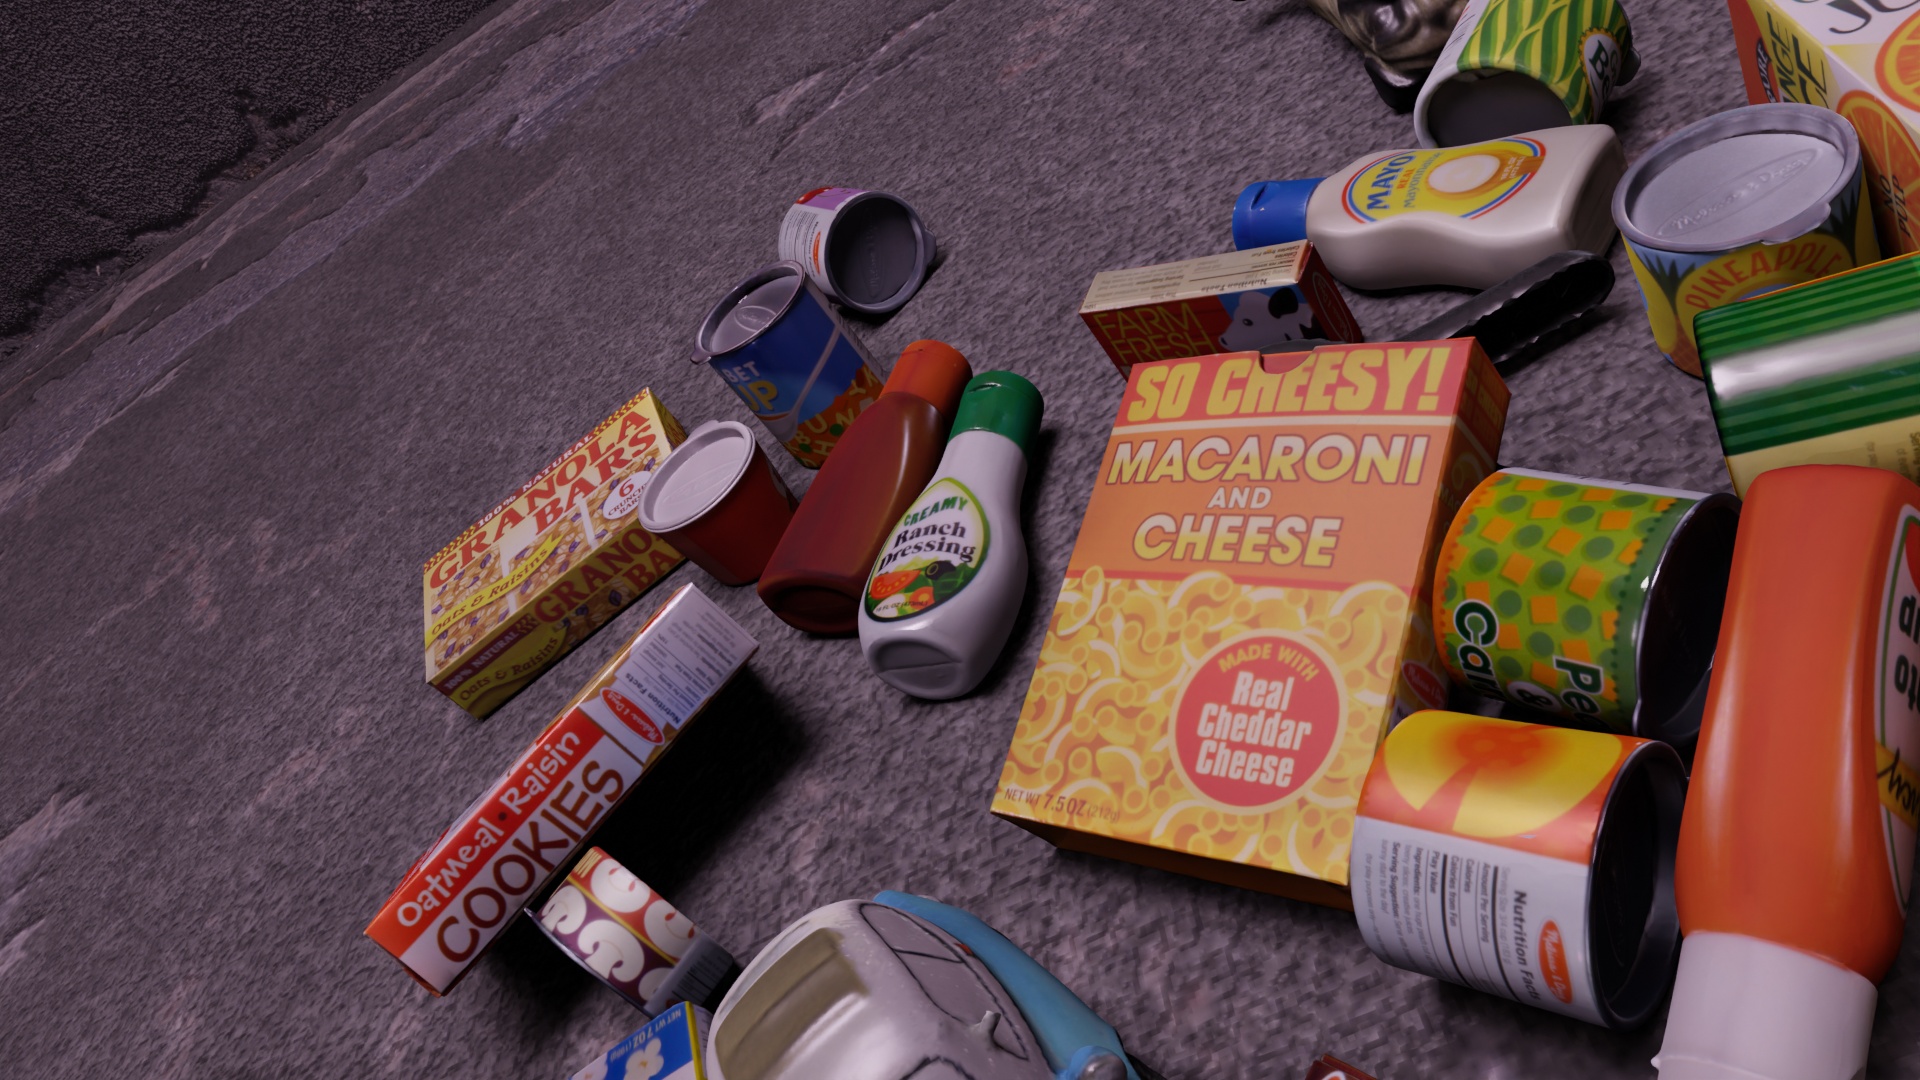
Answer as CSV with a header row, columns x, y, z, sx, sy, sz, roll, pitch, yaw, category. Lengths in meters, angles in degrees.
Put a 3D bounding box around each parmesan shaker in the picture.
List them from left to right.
x,y,z,sx,sy,sz,roll,pitch,yaw,category
0.252,-0.045,0.358,0.103,0.071,0.072,-15,42,31,parmesan shaker

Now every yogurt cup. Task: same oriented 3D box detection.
x,y,z,sx,sy,sz,roll,pitch,yaw,category
-0.112,-0.015,0.669,0.072,0.053,0.073,-24,38,20,yogurt cup

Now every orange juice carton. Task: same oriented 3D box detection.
x,y,z,sx,sy,sz,roll,pitch,yaw,category
0.301,-0.150,0.432,0.073,0.071,0.194,-24,38,20,orange juice carton

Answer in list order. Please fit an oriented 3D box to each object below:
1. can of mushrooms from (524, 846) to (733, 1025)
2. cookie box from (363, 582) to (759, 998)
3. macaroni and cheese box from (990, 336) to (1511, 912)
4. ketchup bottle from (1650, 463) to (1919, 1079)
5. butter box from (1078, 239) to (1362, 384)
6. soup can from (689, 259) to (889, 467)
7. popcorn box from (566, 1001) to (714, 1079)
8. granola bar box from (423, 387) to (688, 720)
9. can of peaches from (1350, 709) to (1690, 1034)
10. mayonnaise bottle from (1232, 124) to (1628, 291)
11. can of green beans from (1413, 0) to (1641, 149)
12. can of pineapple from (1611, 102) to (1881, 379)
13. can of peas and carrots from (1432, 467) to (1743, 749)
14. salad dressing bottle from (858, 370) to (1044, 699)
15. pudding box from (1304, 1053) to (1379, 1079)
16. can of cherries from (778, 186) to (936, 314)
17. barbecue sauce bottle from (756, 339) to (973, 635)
x,y,z,sx,sy,sz,roll,pitch,yaw,category
-0.116,0.139,0.488,0.071,0.071,0.033,15,61,50,can of mushrooms
-0.156,0.093,0.559,0.168,0.040,0.123,-48,8,-13,cookie box
0.090,0.020,0.430,0.123,0.040,0.167,1,65,42,macaroni and cheese box
0.189,0.060,0.312,0.043,0.064,0.149,1,60,45,ketchup bottle
0.103,-0.088,0.558,0.103,0.053,0.024,0,53,43,butter box
-0.083,-0.085,0.695,0.071,0.083,0.072,-25,37,20,soup can
-0.118,0.216,0.430,0.126,0.038,0.085,-36,35,5,popcorn box
-0.213,0.004,0.752,0.165,0.039,0.124,-38,35,2,granola bar box
0.137,0.076,0.335,0.058,0.071,0.071,3,53,45,can of peaches
0.176,-0.127,0.544,0.148,0.041,0.065,10,59,47,mayonnaise bottle
0.219,-0.179,0.543,0.071,0.071,0.058,6,55,45,can of green beans
0.243,-0.090,0.428,0.071,0.057,0.071,-24,37,21,can of pineapple
0.168,0.018,0.370,0.059,0.070,0.071,14,61,50,can of peas and carrots
0.002,-0.007,0.566,0.064,0.044,0.148,-11,43,31,salad dressing bottle
0.087,0.166,0.309,0.049,0.030,0.084,9,57,48,pudding box
-0.058,-0.163,0.779,0.071,0.071,0.058,-49,35,-13,can of cherries
-0.035,-0.028,0.624,0.065,0.043,0.149,-7,45,37,barbecue sauce bottle
